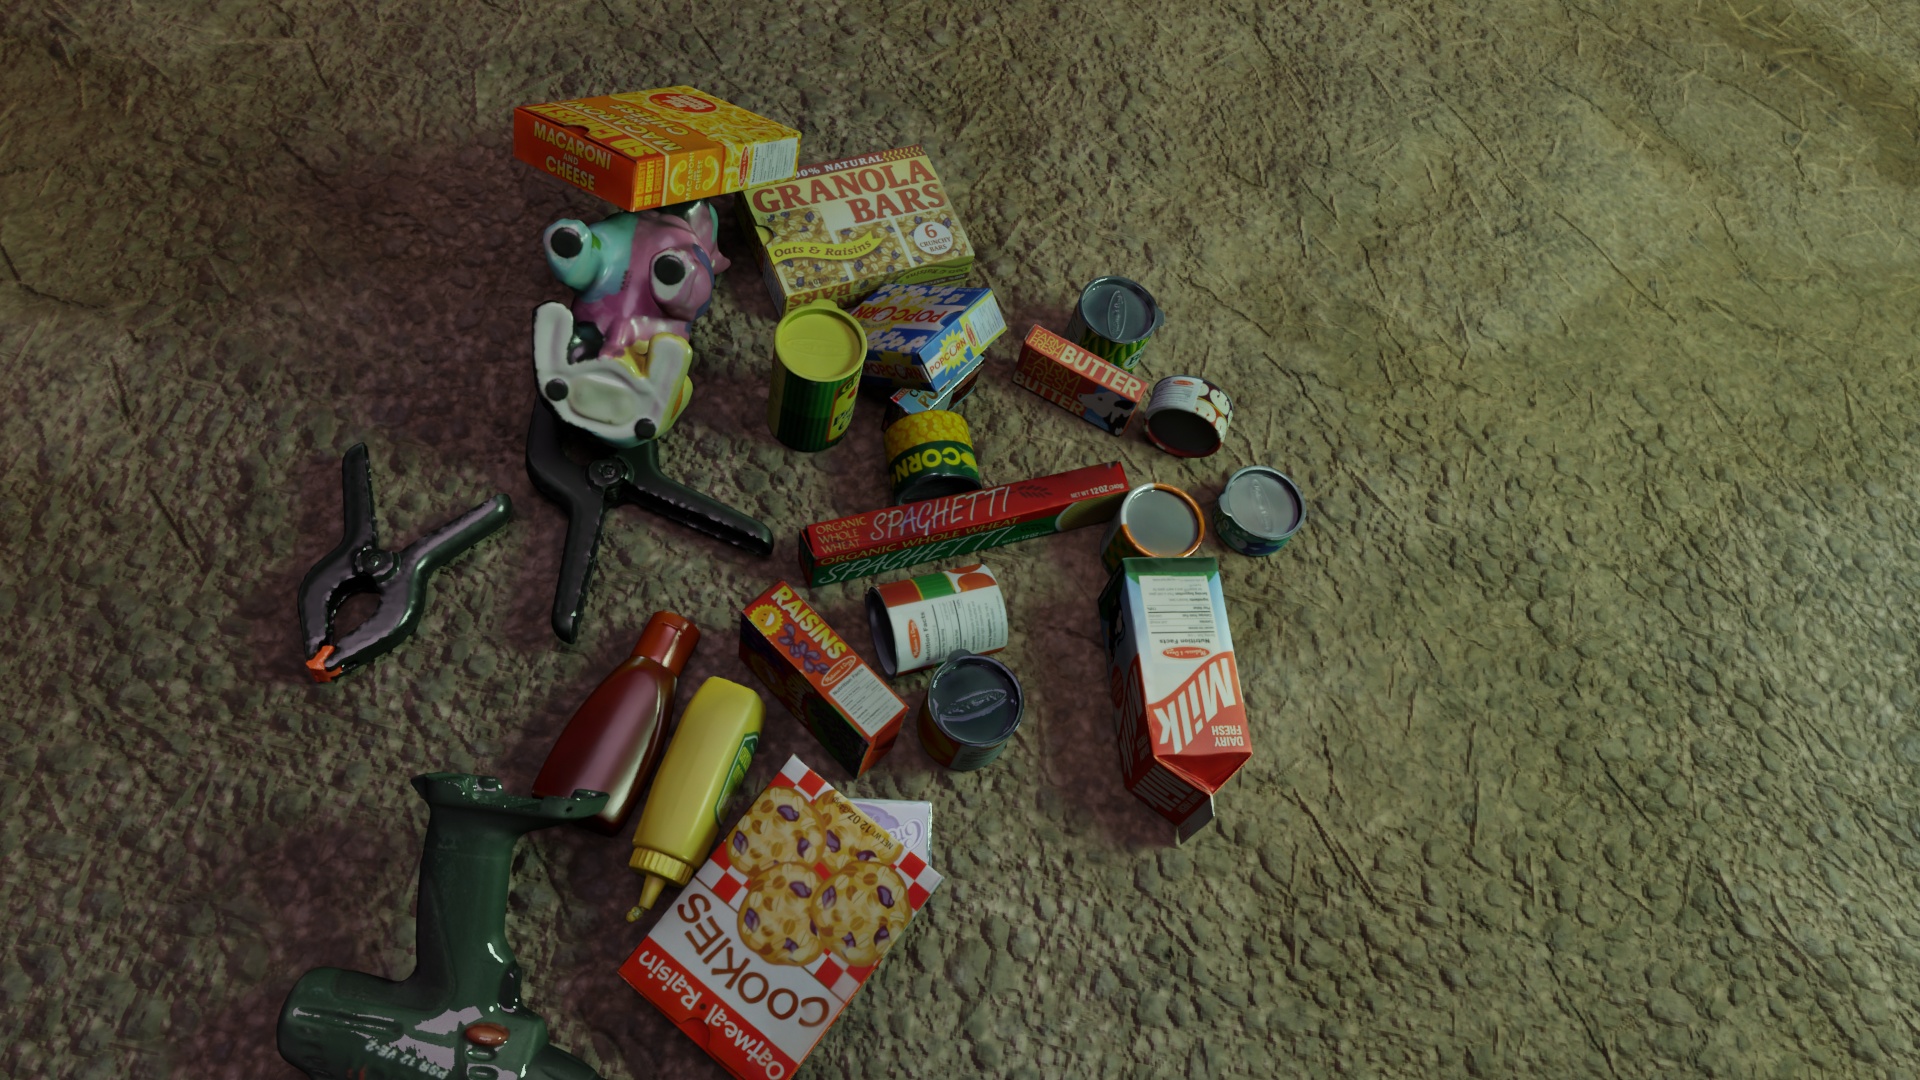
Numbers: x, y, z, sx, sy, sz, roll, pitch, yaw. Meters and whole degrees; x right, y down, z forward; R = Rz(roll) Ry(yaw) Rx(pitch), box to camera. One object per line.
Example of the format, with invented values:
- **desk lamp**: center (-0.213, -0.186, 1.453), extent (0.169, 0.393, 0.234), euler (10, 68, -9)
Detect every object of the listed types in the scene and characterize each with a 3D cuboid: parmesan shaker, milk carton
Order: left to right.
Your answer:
- **parmesan shaker**: center (-0.108, -0.121, 1.031), extent (0.071, 0.102, 0.071), euler (5, 63, -9)
- **milk carton**: center (0.152, 0.112, 0.980), extent (0.073, 0.072, 0.191), euler (0, 62, -11)

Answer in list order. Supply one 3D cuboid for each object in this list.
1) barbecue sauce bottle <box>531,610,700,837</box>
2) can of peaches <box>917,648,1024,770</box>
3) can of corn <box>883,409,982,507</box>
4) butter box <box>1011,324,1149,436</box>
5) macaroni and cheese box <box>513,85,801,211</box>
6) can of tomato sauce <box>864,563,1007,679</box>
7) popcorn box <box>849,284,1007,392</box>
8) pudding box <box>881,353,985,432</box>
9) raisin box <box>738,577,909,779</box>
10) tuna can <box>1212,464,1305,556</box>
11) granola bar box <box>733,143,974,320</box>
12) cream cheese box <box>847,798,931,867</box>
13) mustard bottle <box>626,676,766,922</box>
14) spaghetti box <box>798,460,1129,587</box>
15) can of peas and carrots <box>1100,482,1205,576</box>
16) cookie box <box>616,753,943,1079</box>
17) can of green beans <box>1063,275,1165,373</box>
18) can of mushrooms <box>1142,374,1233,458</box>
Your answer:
- **barbecue sauce bottle**: center (-0.221, 0.117, 0.919), extent (0.065, 0.043, 0.149), euler (23, 60, 1)
- **can of peaches**: center (0.005, 0.117, 0.956), extent (0.071, 0.057, 0.071), euler (4, 62, -8)
- **can of corn**: center (-0.022, -0.057, 1.033), extent (0.071, 0.070, 0.058), euler (-6, 64, -14)
- **butter box**: center (0.093, -0.126, 1.102), extent (0.103, 0.053, 0.024), euler (29, 60, 4)
- **macaroni and cheese box**: center (-0.217, -0.288, 1.007), extent (0.124, 0.040, 0.167), euler (28, 34, 25)
- **can of tomato sauce**: center (-0.017, 0.055, 0.980), extent (0.083, 0.071, 0.071), euler (-12, 66, -17)
- **popcorn box**: center (-0.039, -0.156, 1.059), extent (0.127, 0.038, 0.085), euler (13, 49, 47)
- **pudding box**: center (-0.021, -0.114, 1.075), extent (0.030, 0.049, 0.084), euler (41, 64, 9)
- **raisin box**: center (-0.094, 0.094, 0.932), extent (0.123, 0.085, 0.040), euler (44, 65, 12)
- **tuna can**: center (0.231, -0.023, 1.086), extent (0.071, 0.032, 0.071), euler (5, 62, -9)
- **granola bar box**: center (-0.088, -0.256, 1.141), extent (0.166, 0.039, 0.124), euler (-16, 67, -19)
- **cream cheese box**: center (-0.071, 0.198, 0.917), extent (0.104, 0.024, 0.053), euler (5, 64, -9)
- **mustard bottle**: center (-0.174, 0.170, 0.892), extent (0.049, 0.065, 0.161), euler (17, 66, 8)
- **spaghetti box**: center (0.004, -0.013, 1.027), extent (0.251, 0.050, 0.029), euler (-13, 65, -17)
- **can of peas and carrots**: center (0.146, -0.001, 1.044), extent (0.071, 0.058, 0.071), euler (4, 63, -9)
- **cookie box**: center (-0.109, 0.237, 0.859), extent (0.123, 0.040, 0.168), euler (37, 77, 9)
- **can of green beans**: center (0.121, -0.171, 1.128), extent (0.071, 0.057, 0.071), euler (5, 62, -9)
- **can of mushrooms**: center (0.181, -0.096, 1.097), extent (0.071, 0.070, 0.033), euler (23, 61, 1)
